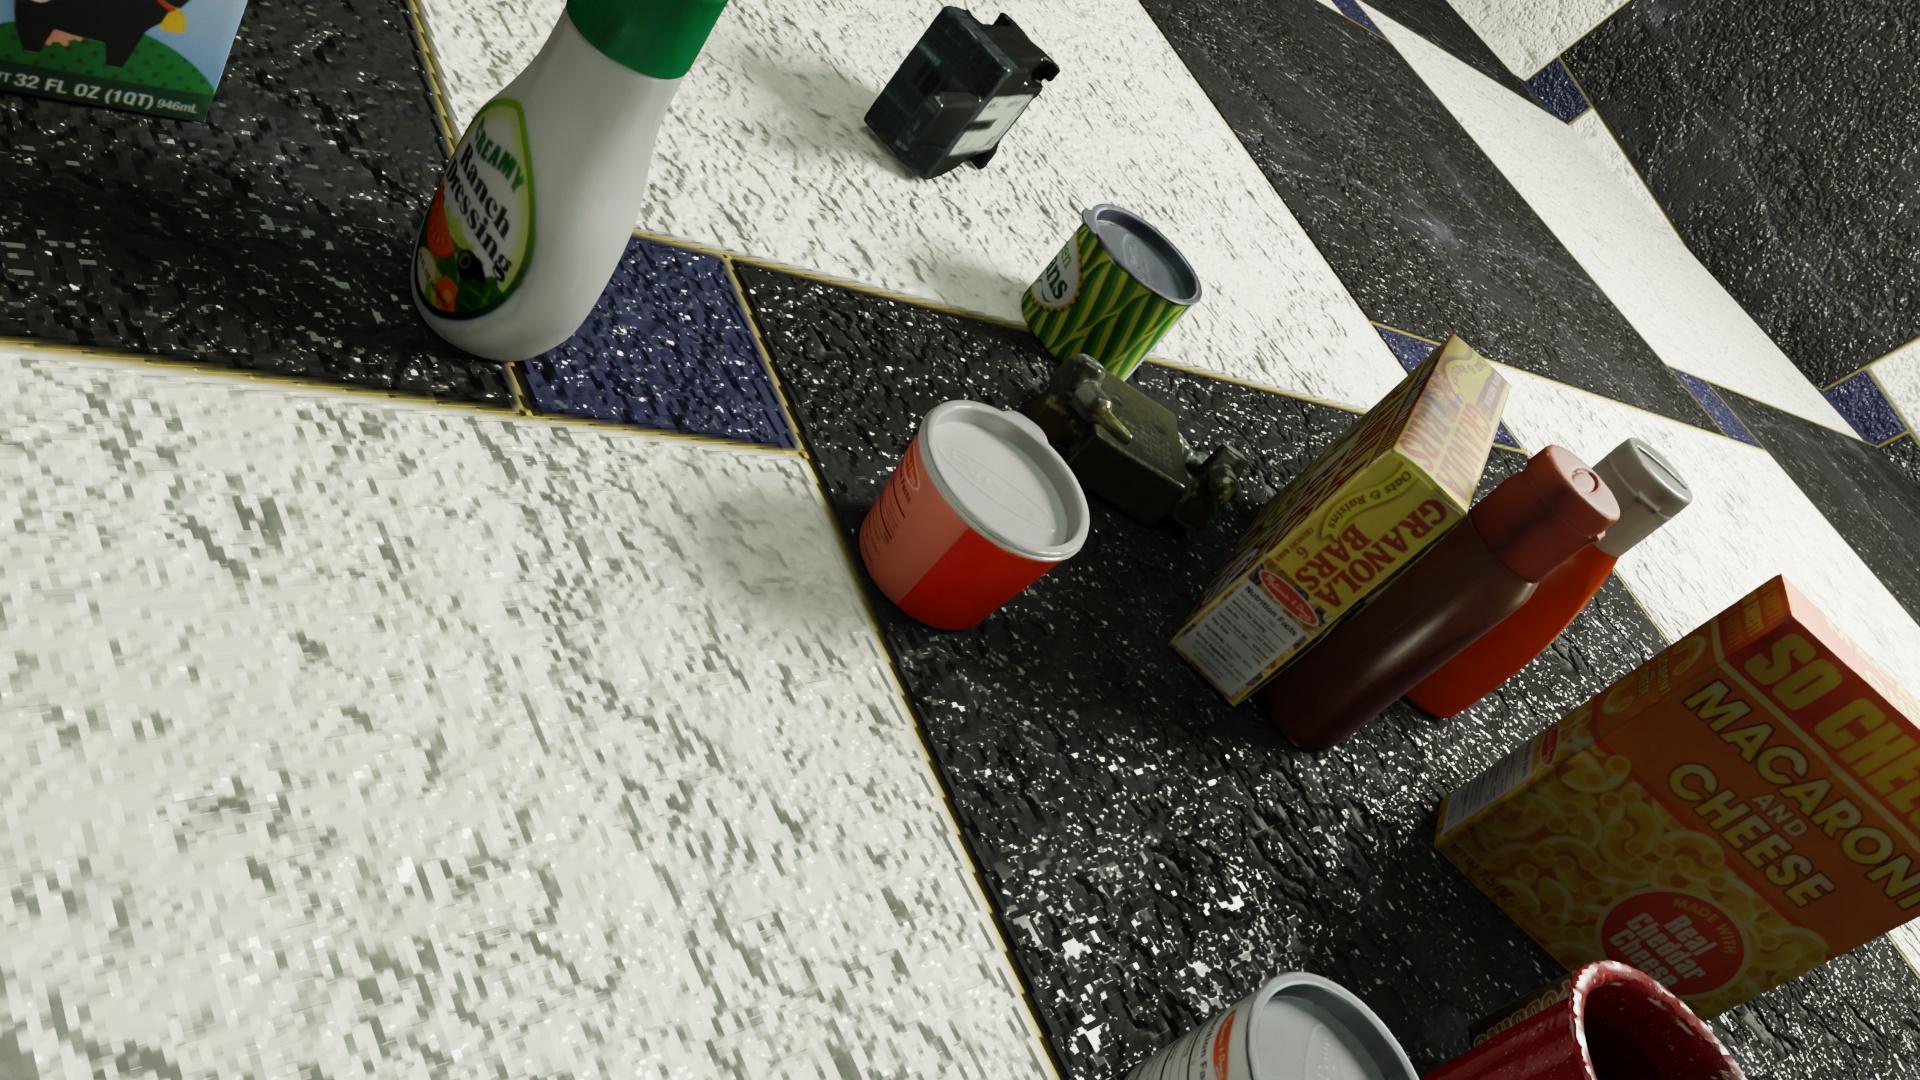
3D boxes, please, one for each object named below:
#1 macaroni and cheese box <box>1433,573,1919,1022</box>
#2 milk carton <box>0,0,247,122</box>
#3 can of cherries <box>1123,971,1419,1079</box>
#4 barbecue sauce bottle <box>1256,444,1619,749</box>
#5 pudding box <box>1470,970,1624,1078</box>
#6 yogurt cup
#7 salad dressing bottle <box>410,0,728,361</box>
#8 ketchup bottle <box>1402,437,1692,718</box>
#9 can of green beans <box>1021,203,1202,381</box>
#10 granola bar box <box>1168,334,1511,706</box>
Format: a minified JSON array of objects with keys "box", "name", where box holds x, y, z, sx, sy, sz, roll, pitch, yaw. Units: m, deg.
[{"box":[0.291,0.108,0.538,0.124,0.165,0.040,43,34,1],"name":"macaroni and cheese box"},{"box":[-0.217,-0.210,0.360,0.072,0.189,0.073,-4,55,-48],"name":"milk carton"},{"box":[0.085,0.161,0.371,0.071,0.058,0.072,27,37,-22],"name":"can of cherries"},{"box":[0.184,0.024,0.540,0.065,0.148,0.044,-17,65,-52],"name":"barbecue sauce bottle"},{"box":[0.229,0.192,0.488,0.083,0.049,0.030,35,34,-10],"name":"pudding box"},{"box":[0.002,-0.006,0.475,0.072,0.053,0.073,27,37,-22],"name":"yogurt cup"},{"box":[-0.111,-0.117,0.400,0.044,0.147,0.064,-6,56,-48],"name":"salad dressing bottle"},{"box":[0.248,0.016,0.612,0.065,0.148,0.044,39,34,-5],"name":"ketchup bottle"},{"box":[0.071,-0.117,0.663,0.071,0.057,0.071,27,37,-22],"name":"can of green beans"},{"box":[0.164,-0.013,0.582,0.039,0.123,0.166,45,34,3],"name":"granola bar box"}]
